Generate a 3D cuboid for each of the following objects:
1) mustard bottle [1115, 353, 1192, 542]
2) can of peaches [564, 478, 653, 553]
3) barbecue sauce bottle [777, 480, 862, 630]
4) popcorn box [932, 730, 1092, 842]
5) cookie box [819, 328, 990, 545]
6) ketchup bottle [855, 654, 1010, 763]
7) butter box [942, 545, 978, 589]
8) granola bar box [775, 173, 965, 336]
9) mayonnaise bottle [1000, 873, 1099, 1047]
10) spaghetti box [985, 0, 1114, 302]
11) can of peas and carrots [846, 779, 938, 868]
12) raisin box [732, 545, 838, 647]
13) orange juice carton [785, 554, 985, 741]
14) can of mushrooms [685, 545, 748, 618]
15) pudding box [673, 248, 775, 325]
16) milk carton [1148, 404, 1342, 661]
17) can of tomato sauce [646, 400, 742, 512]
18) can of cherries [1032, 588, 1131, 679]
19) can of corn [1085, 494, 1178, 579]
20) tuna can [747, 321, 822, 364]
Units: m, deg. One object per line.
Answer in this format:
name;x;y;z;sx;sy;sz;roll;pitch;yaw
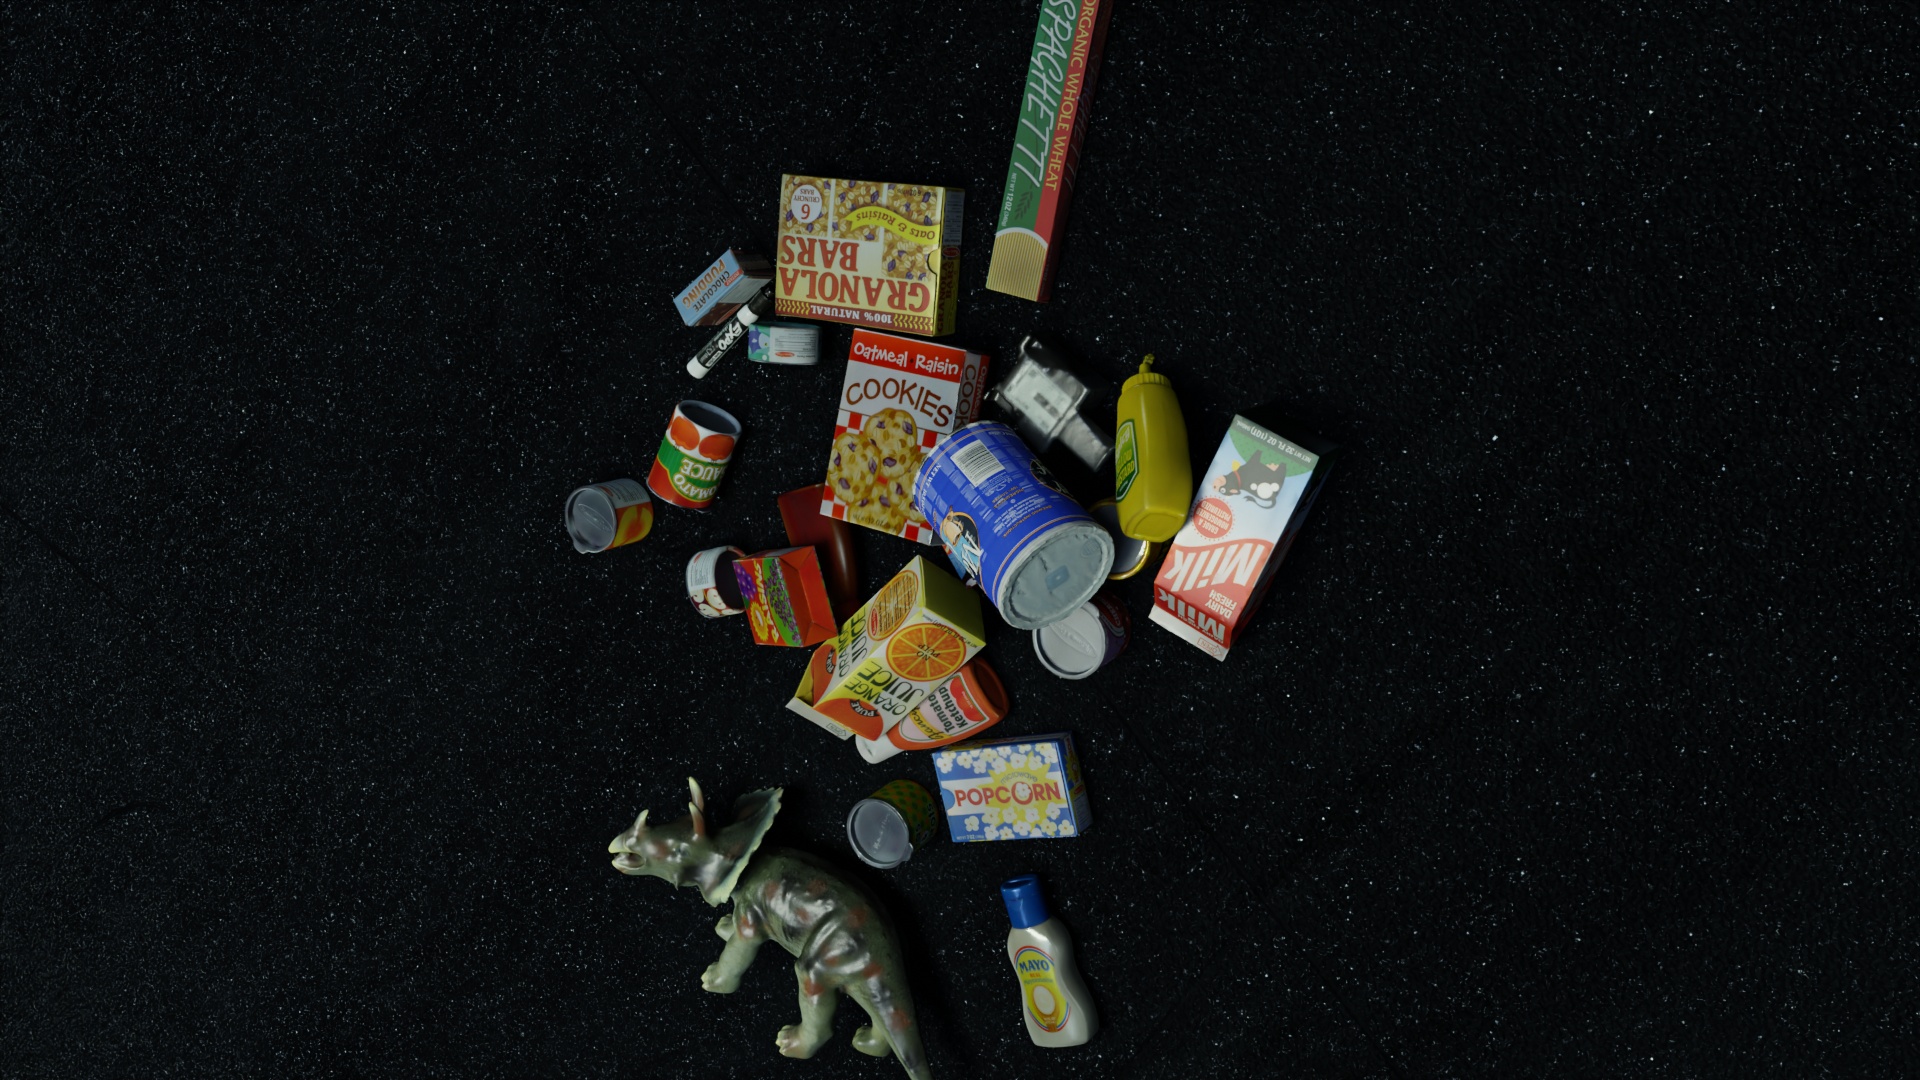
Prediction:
mustard bottle;0.146;-0.079;1.077;0.065;0.049;0.161;120;155;-56
can of peaches;-0.349;-0.024;1.380;0.071;0.058;0.071;6;103;27
barbecue sauce bottle;-0.120;0.022;1.272;0.064;0.044;0.148;-14;93;43
popcorn box;0.046;0.217;1.222;0.126;0.038;0.085;-10;96;29
cookie box;-0.048;-0.091;1.194;0.123;0.040;0.167;16;98;33
ketchup bottle;-0.029;0.158;1.249;0.148;0.044;0.064;-30;92;30
butter box;0.004;-0.015;1.208;0.053;0.024;0.103;-33;83;29
granola bar box;-0.081;-0.248;1.202;0.165;0.039;0.124;12;105;27
mayonnaise bottle;0.074;0.373;1.234;0.064;0.041;0.148;-16;92;32
spaghetti box;0.071;-0.318;1.112;0.050;0.029;0.249;19;108;24
can of peas and carrots;-0.059;0.260;1.275;0.071;0.059;0.070;6;103;27
raisin box;-0.161;0.051;1.269;0.123;0.040;0.086;-6;101;62
orange juice carton;-0.069;0.108;1.224;0.072;0.073;0.192;33;119;-27
can of mushrooms;-0.226;0.040;1.322;0.033;0.071;0.071;-12;94;29
pudding box;-0.217;-0.231;1.273;0.083;0.050;0.030;-34;81;29
milk carton;0.212;-0.002;1.069;0.072;0.074;0.189;32;113;20
can of tomato sauce;-0.249;-0.080;1.309;0.071;0.071;0.082;34;113;19
can of cherries;0.103;0.074;1.152;0.071;0.058;0.071;6;102;29
can of corn;0.135;-0.006;1.119;0.071;0.058;0.071;6;103;28
tuna can;-0.157;-0.177;1.244;0.071;0.071;0.032;10;104;27
